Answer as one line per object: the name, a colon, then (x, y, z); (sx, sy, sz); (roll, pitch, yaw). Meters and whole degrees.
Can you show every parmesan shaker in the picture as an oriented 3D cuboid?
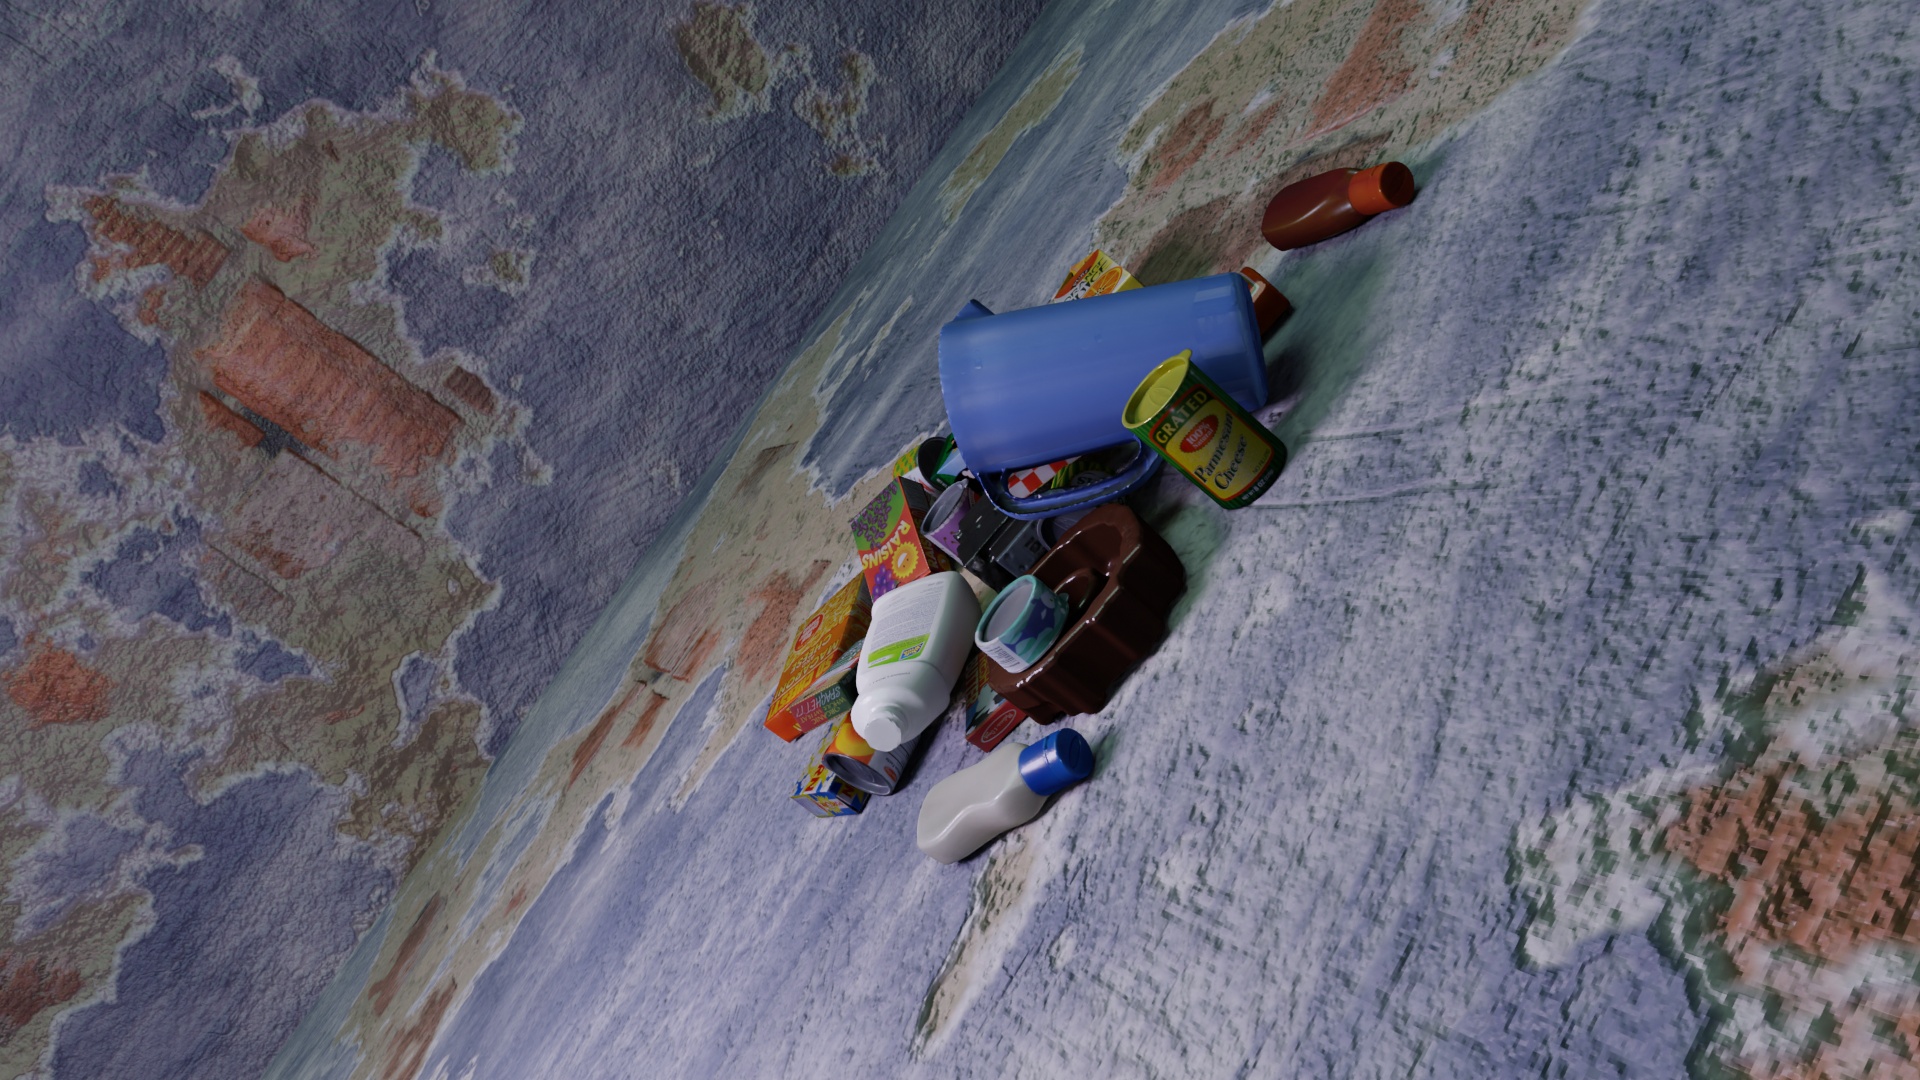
parmesan shaker: (0.178, -0.079, 1.001); (0.071, 0.103, 0.071); (-45, 19, 21)

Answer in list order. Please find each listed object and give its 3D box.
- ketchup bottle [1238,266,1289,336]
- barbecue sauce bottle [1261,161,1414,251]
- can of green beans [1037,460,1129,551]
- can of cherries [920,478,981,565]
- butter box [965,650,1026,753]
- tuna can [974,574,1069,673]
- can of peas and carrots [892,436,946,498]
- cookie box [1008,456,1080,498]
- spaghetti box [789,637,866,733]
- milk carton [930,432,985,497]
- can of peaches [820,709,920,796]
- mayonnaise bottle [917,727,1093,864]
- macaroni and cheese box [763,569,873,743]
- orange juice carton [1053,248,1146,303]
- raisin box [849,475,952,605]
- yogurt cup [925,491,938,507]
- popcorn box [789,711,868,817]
ketchup bottle: (0.210, -0.161, 1.177); (0.148, 0.043, 0.065); (-48, 24, 13)
barbecue sauce bottle: (0.314, -0.282, 1.156); (0.065, 0.043, 0.148); (-56, 19, -11)
can of green beans: (0.102, -0.023, 1.140); (0.071, 0.071, 0.058); (-35, 24, 42)
can of cherries: (0.005, -0.017, 1.376); (0.071, 0.058, 0.072); (-46, 18, 19)
butter box: (0.029, 0.119, 1.114); (0.053, 0.024, 0.104); (-46, 19, 21)
tuna can: (0.045, 0.057, 0.995); (0.071, 0.033, 0.071); (-44, 18, 19)
can of peas and carrots: (-0.034, -0.079, 1.575); (0.058, 0.071, 0.071); (-29, 29, 52)
cookie box: (0.065, -0.100, 1.248); (0.123, 0.040, 0.168); (-37, 19, 5)
spaghetti box: (-0.094, 0.118, 1.250); (0.050, 0.028, 0.250); (-28, 3, 12)
milk carton: (0.061, -0.111, 1.395); (0.189, 0.072, 0.074); (-37, 23, 38)
can of peaches: (-0.077, 0.176, 1.188); (0.071, 0.071, 0.058); (-23, 33, 57)
mayonnaise bottle: (0.030, 0.176, 0.977); (0.147, 0.041, 0.065); (-36, 25, 38)
macaroni and cheese box: (-0.142, 0.123, 1.494); (0.123, 0.040, 0.167); (-41, 20, 30)
orange juice carton: (0.153, -0.240, 1.420); (0.073, 0.071, 0.193); (-48, 19, 11)
raisin box: (-0.062, 0.008, 1.433); (0.085, 0.040, 0.124); (-40, 52, 30)
yogurt cup: (-0.044, -0.022, 1.508); (0.072, 0.054, 0.073); (-46, 18, 20)
popcorn box: (-0.096, 0.186, 1.263); (0.085, 0.038, 0.127); (-22, 34, 56)
